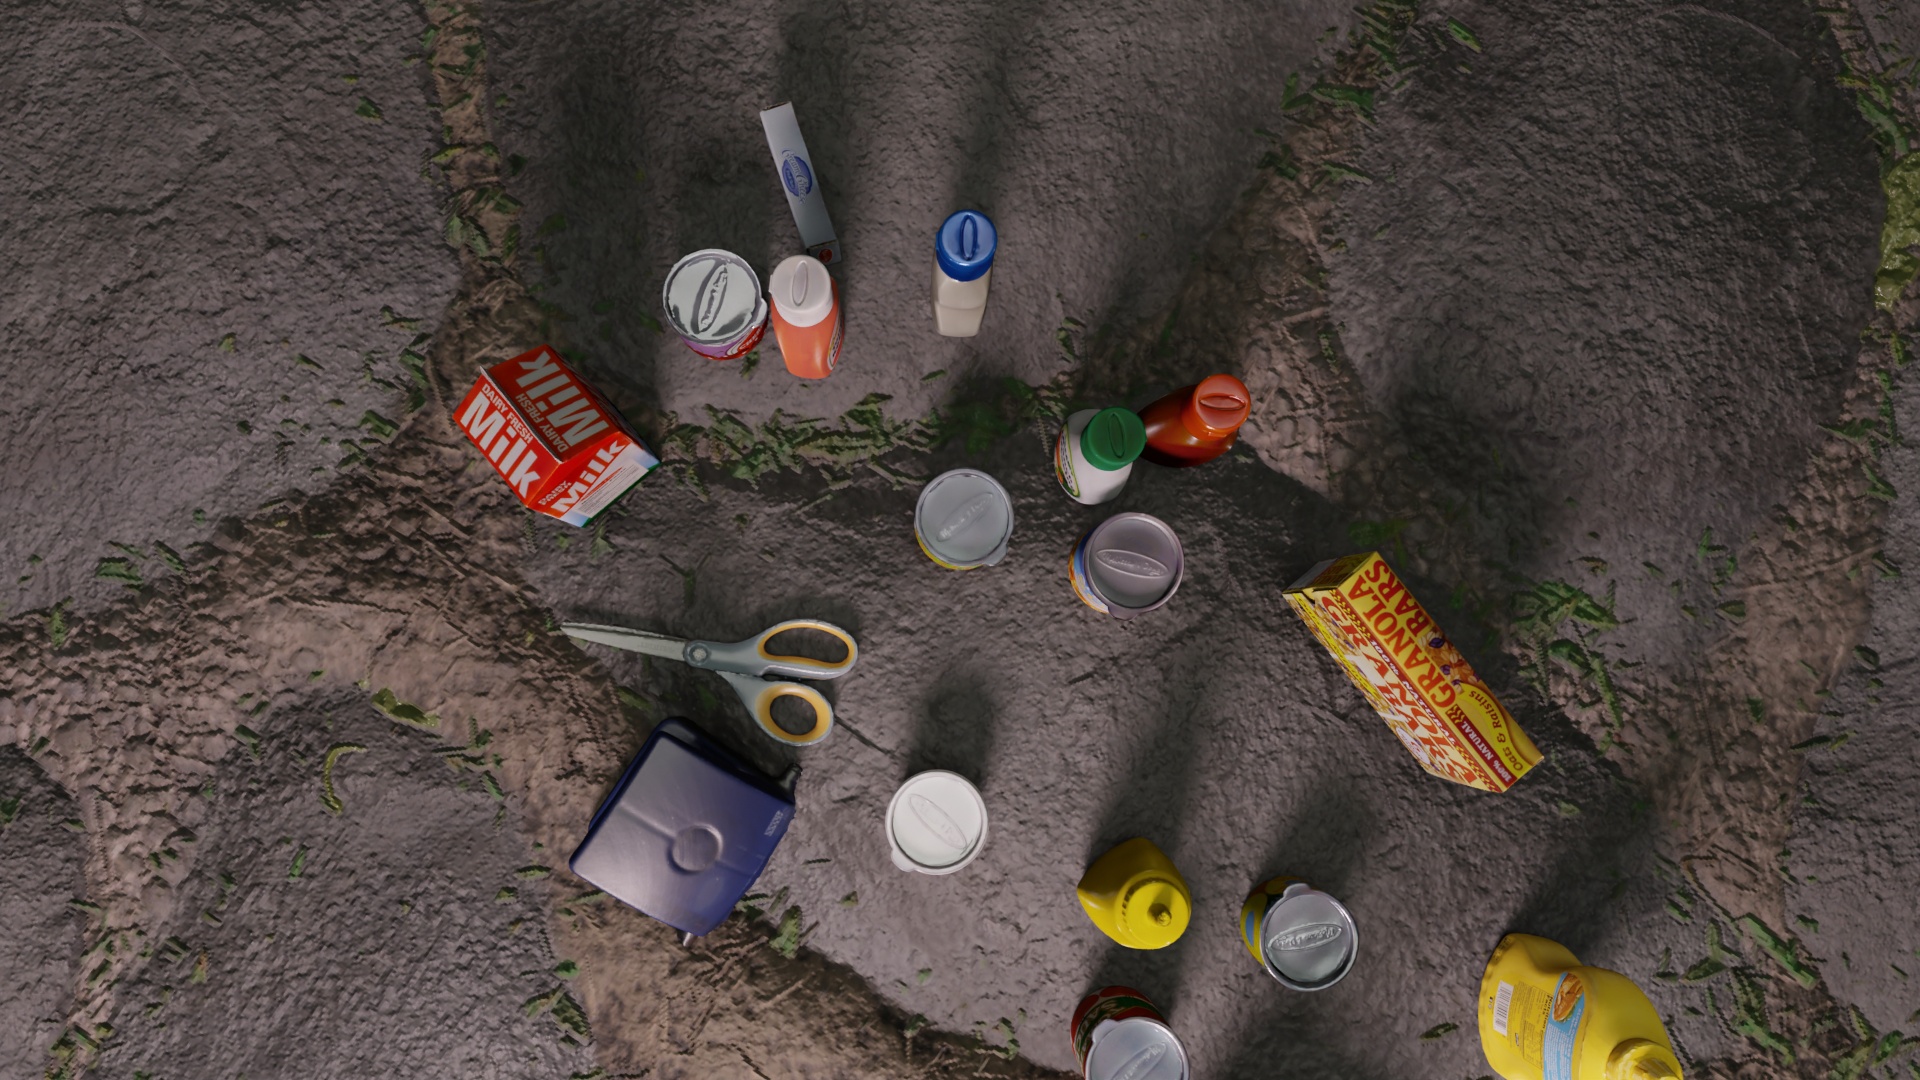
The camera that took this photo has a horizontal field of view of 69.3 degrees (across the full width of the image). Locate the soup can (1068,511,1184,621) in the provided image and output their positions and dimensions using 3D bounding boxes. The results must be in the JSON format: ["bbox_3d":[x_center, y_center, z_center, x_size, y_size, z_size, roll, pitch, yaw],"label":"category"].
[{"bbox_3d":[0.109,0.019,0.935,0.071,0.083,0.071,0,86,-3],"label":"soup can"}]

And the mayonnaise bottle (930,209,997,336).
[{"bbox_3d":[0.002,-0.178,0.913,0.041,0.148,0.065,2,86,-3],"label":"mayonnaise bottle"}]

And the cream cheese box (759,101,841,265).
[{"bbox_3d":[-0.110,-0.244,0.961,0.024,0.053,0.104,-19,87,-4],"label":"cream cheese box"}]

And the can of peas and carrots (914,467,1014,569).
[{"bbox_3d":[0.003,-0.012,0.945,0.071,0.058,0.071,0,86,-3],"label":"can of peas and carrots"}]

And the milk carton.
[{"bbox_3d":[-0.252,-0.064,0.870,0.073,0.190,0.072,-40,89,-5],"label":"milk carton"}]

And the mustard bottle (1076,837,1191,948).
[{"bbox_3d":[0.115,0.228,0.880,0.065,0.160,0.049,-38,89,-5],"label":"mustard bottle"}]

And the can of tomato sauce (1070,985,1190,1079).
[{"bbox_3d":[0.107,0.334,0.910,0.071,0.083,0.071,0,86,-3],"label":"can of tomato sauce"}]

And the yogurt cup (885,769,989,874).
[{"bbox_3d":[-0.016,0.185,0.931,0.072,0.054,0.072,0,86,-3],"label":"yogurt cup"}]

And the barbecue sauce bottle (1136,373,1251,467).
[{"bbox_3d":[0.155,-0.078,0.913,0.065,0.148,0.043,5,86,-2],"label":"barbecue sauce bottle"}]

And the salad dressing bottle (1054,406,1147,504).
[{"bbox_3d":[0.091,-0.059,0.909,0.044,0.147,0.064,-8,86,-3],"label":"salad dressing bottle"}]

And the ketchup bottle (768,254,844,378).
[{"bbox_3d":[-0.100,-0.149,0.906,0.043,0.148,0.065,7,86,-2],"label":"ketchup bottle"}]

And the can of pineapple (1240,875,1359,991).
[{"bbox_3d":[0.227,0.261,0.935,0.071,0.058,0.071,0,86,-3],"label":"can of pineapple"}]

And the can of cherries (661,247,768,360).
[{"bbox_3d":[-0.164,-0.158,0.949,0.071,0.058,0.071,0,86,-3],"label":"can of cherries"}]

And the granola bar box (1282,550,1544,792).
[{"bbox_3d":[0.293,0.086,0.919,0.039,0.124,0.165,-39,88,-5],"label":"granola bar box"}]
